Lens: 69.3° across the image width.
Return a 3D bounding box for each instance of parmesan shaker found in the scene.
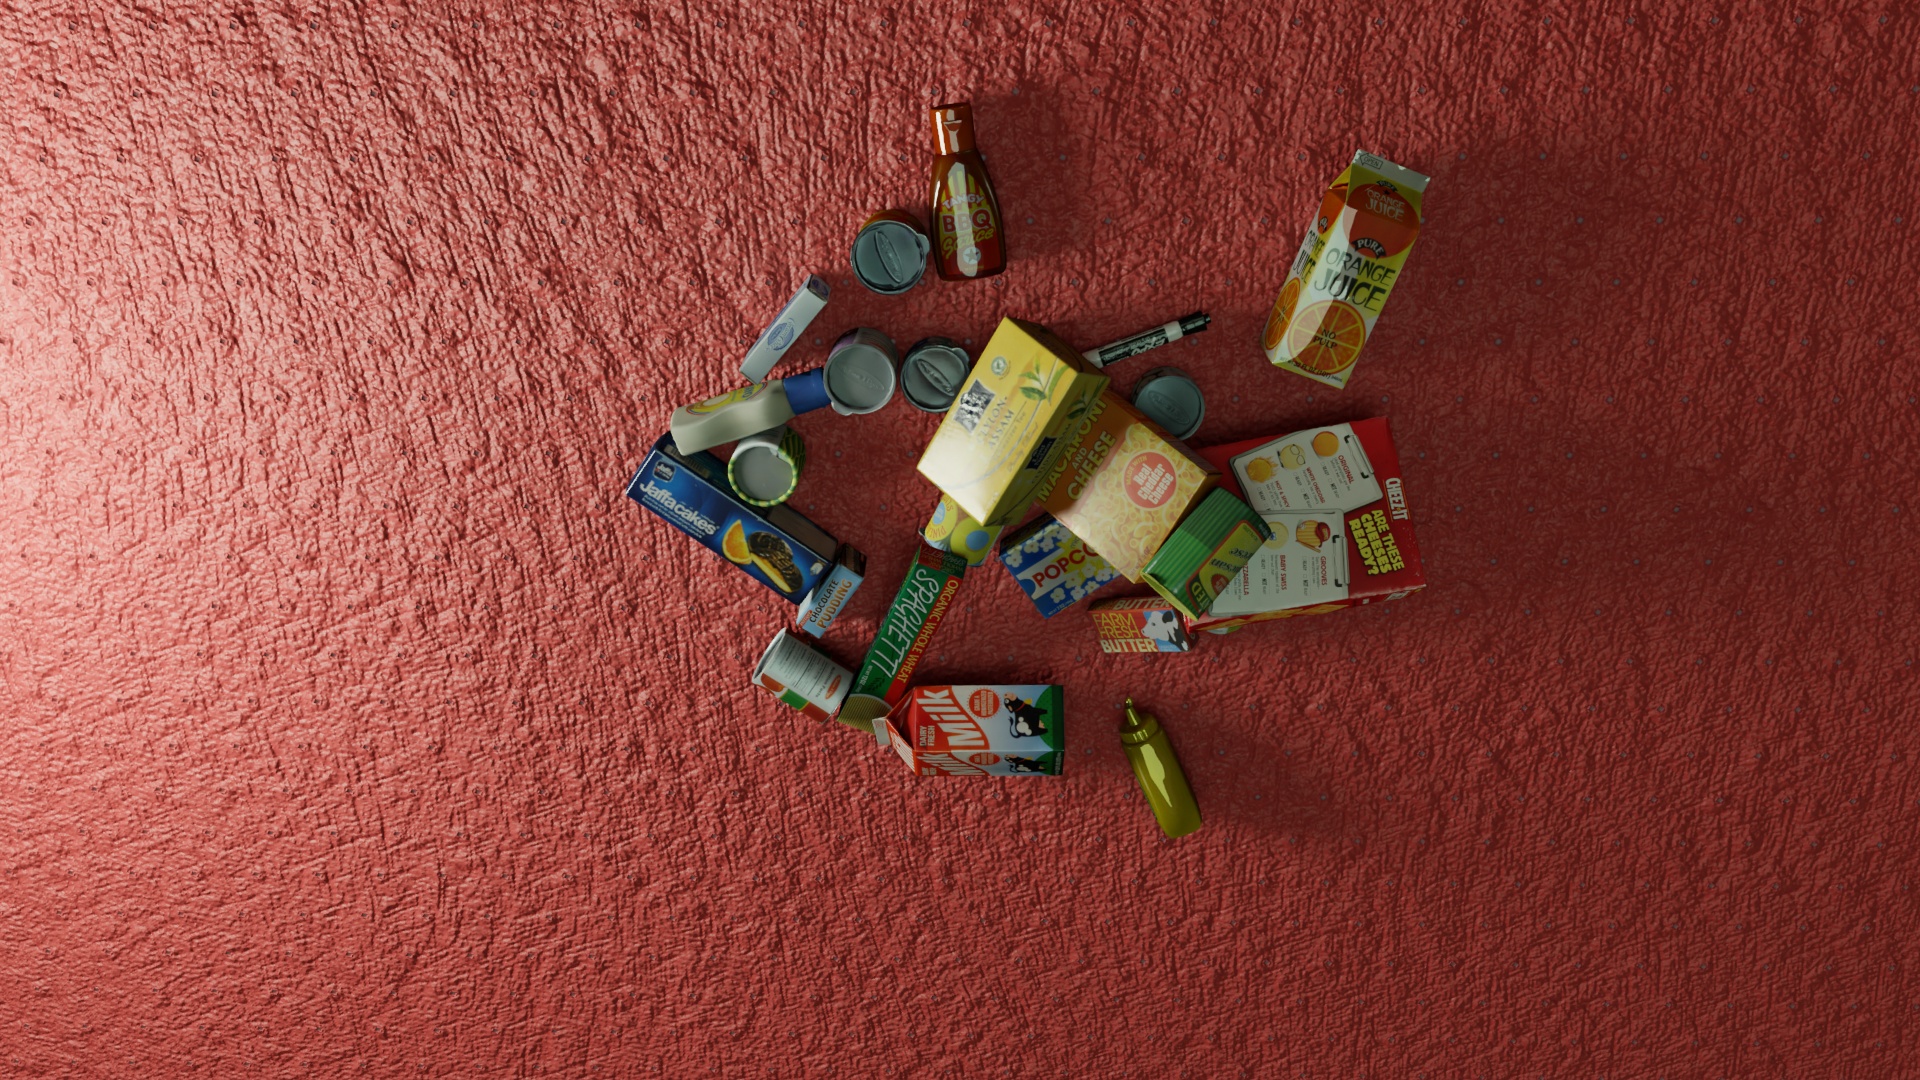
[{"bbox_3d":[0.214,0.010,1.217,0.071,0.071,0.103,41,88,-15],"label":"parmesan shaker"}]

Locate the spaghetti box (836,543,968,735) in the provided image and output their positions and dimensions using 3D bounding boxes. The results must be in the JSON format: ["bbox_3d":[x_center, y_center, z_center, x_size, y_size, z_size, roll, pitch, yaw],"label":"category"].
[{"bbox_3d":[-0.060,0.102,1.364,0.050,0.029,0.248,21,130,-8],"label":"spaghetti box"}]

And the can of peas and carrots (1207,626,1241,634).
[{"bbox_3d":[0.255,0.053,1.345,0.071,0.058,0.071,-1,79,8],"label":"can of peas and carrots"}]

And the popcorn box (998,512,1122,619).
[{"bbox_3d":[0.112,0.007,1.352,0.126,0.038,0.085,-32,110,14],"label":"popcorn box"}]

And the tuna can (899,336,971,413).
[{"bbox_3d":[-0.021,-0.156,1.286,0.071,0.033,0.070,0,114,1],"label":"tuna can"}]

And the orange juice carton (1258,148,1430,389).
[{"bbox_3d":[0.339,-0.240,1.220,0.072,0.073,0.191,19,112,-7],"label":"orange juice carton"}]

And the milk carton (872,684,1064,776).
[{"bbox_3d":[0.009,0.193,1.402,0.191,0.074,0.072,-1,150,2],"label":"milk carton"}]

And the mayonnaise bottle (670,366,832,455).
[{"bbox_3d":[-0.193,-0.123,1.291,0.148,0.065,0.041,-18,115,4],"label":"mayonnaise bottle"}]

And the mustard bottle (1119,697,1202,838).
[{"bbox_3d":[0.200,0.229,1.436,0.049,0.065,0.160,-25,105,6],"label":"mustard bottle"}]

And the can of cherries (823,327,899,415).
[{"bbox_3d":[-0.092,-0.155,1.275,0.071,0.058,0.071,0,114,0],"label":"can of cherries"}]

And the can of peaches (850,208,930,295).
[{"bbox_3d":[-0.059,-0.257,1.230,0.071,0.058,0.071,0,113,1],"label":"can of peaches"}]

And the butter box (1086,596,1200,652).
[{"bbox_3d":[0.178,0.083,1.364,0.103,0.024,0.053,-5,120,40],"label":"butter box"}]

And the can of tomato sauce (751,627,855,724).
[{"bbox_3d":[-0.159,0.136,1.400,0.083,0.071,0.071,33,111,-12],"label":"can of tomato sauce"}]

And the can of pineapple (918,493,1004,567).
[{"bbox_3d":[0.005,-0.017,1.328,0.071,0.071,0.057,25,111,-9],"label":"can of pineapple"}]

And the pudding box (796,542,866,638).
[{"bbox_3d":[-0.127,0.049,1.369,0.030,0.050,0.083,32,110,-14],"label":"pudding box"}]

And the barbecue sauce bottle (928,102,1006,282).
[{"bbox_3d":[0.001,-0.304,1.215,0.065,0.044,0.148,-9,113,0],"label":"barbecue sauce bottle"}]

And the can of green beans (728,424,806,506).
[{"bbox_3d":[-0.182,-0.072,1.312,0.071,0.058,0.071,0,114,1],"label":"can of green beans"}]

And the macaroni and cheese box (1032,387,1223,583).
[{"bbox_3d":[0.138,-0.059,1.273,0.167,0.040,0.123,41,112,24],"label":"macaroni and cheese box"}]

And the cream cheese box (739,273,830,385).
[{"bbox_3d":[-0.159,-0.192,1.262,0.024,0.053,0.103,38,109,-16],"label":"cream cheese box"}]

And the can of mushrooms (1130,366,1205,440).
[{"bbox_3d":[0.191,-0.125,1.295,0.071,0.033,0.070,0,114,0],"label":"can of mushrooms"}]
